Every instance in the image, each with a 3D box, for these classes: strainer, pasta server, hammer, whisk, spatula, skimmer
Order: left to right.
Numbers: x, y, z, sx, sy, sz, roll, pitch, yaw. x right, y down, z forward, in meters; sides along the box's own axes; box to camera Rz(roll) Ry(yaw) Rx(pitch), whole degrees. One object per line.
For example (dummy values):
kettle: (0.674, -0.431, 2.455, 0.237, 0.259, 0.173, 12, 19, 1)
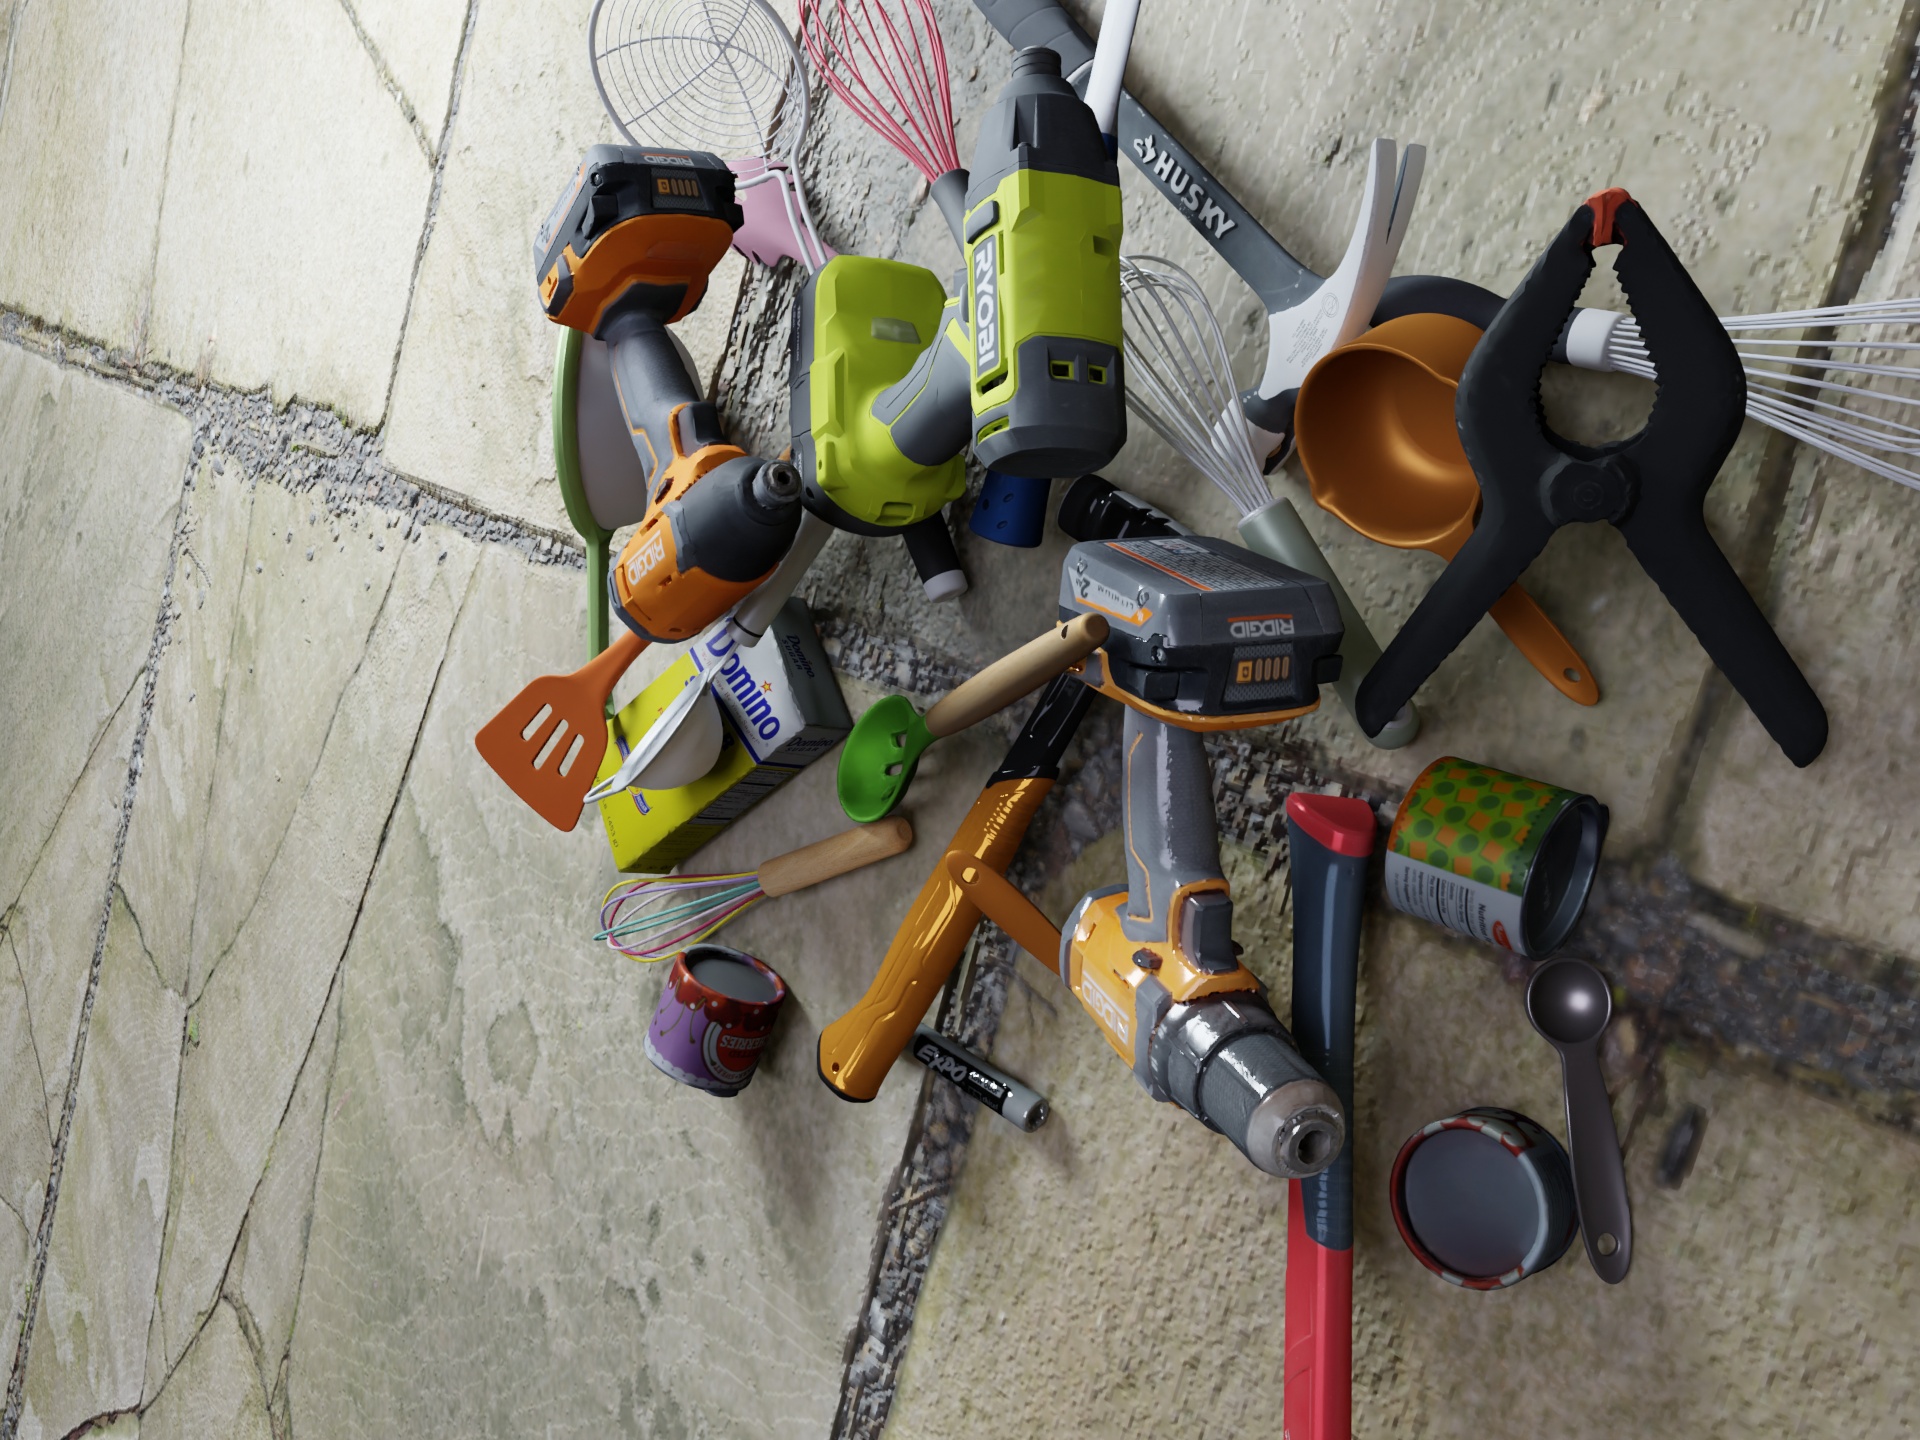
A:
strainer: (-0.190, -0.128, 0.947, 0.069, 0.151, 0.256, 1, 91, 3)
spatula: (-0.153, -0.077, 0.903, 0.081, 0.041, 0.322, 42, 93, 5)
whisk: (-0.127, 0.094, 0.912, 0.245, 0.051, 0.047, -22, 67, 34)
strainer: (-0.119, -0.040, 0.857, 0.258, 0.050, 0.087, -53, 14, 19)
skimmer: (-0.092, -0.227, 0.841, 0.127, 0.090, 0.363, -29, 79, 42)
pasta server: (-0.049, -0.239, 0.887, 0.316, 0.040, 0.060, 41, 112, 31)
whisk: (-0.014, -0.298, 0.837, 0.073, 0.073, 0.296, -35, 71, 33)
hammer: (0.024, 0.053, 0.778, 0.127, 0.034, 0.337, 40, 107, 36)
hammer: (0.066, -0.276, 0.718, 0.144, 0.035, 0.405, 33, 117, 46)
hammer: (0.071, -0.306, 0.769, 0.409, 0.036, 0.149, 58, 137, 31)
whisk: (0.124, -0.095, 0.679, 0.058, 0.059, 0.246, -30, 86, -9)
hammer: (0.142, 0.224, 0.658, 0.143, 0.038, 0.386, 138, 137, -74)
whisk: (0.267, -0.136, 0.591, 0.285, 0.070, 0.070, 25, 103, 44)

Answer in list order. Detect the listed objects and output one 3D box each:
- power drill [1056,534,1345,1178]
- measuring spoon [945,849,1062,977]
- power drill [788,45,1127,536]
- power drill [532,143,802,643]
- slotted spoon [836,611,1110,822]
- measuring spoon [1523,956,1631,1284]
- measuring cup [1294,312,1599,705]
power drill: (0.098, 0.053, 0.634, 0.185, 0.084, 0.226, -137, 45, -65)
measuring spoon: (0.036, 0.103, 0.750, 0.117, 0.011, 0.021, 44, 110, -5)
power drill: (-0.003, -0.177, 0.712, 0.223, 0.080, 0.171, -14, 76, 63)
power drill: (-0.141, -0.168, 0.801, 0.164, 0.084, 0.226, -25, 76, 55)
slotted spoon: (-0.001, -0.002, 0.736, 0.314, 0.031, 0.070, 149, 132, -67)
measuring spoon: (0.239, 0.153, 0.613, 0.018, 0.034, 0.124, 140, 122, -81)
measuring cup: (0.211, -0.086, 0.639, 0.173, 0.052, 0.095, 52, 150, 3)
